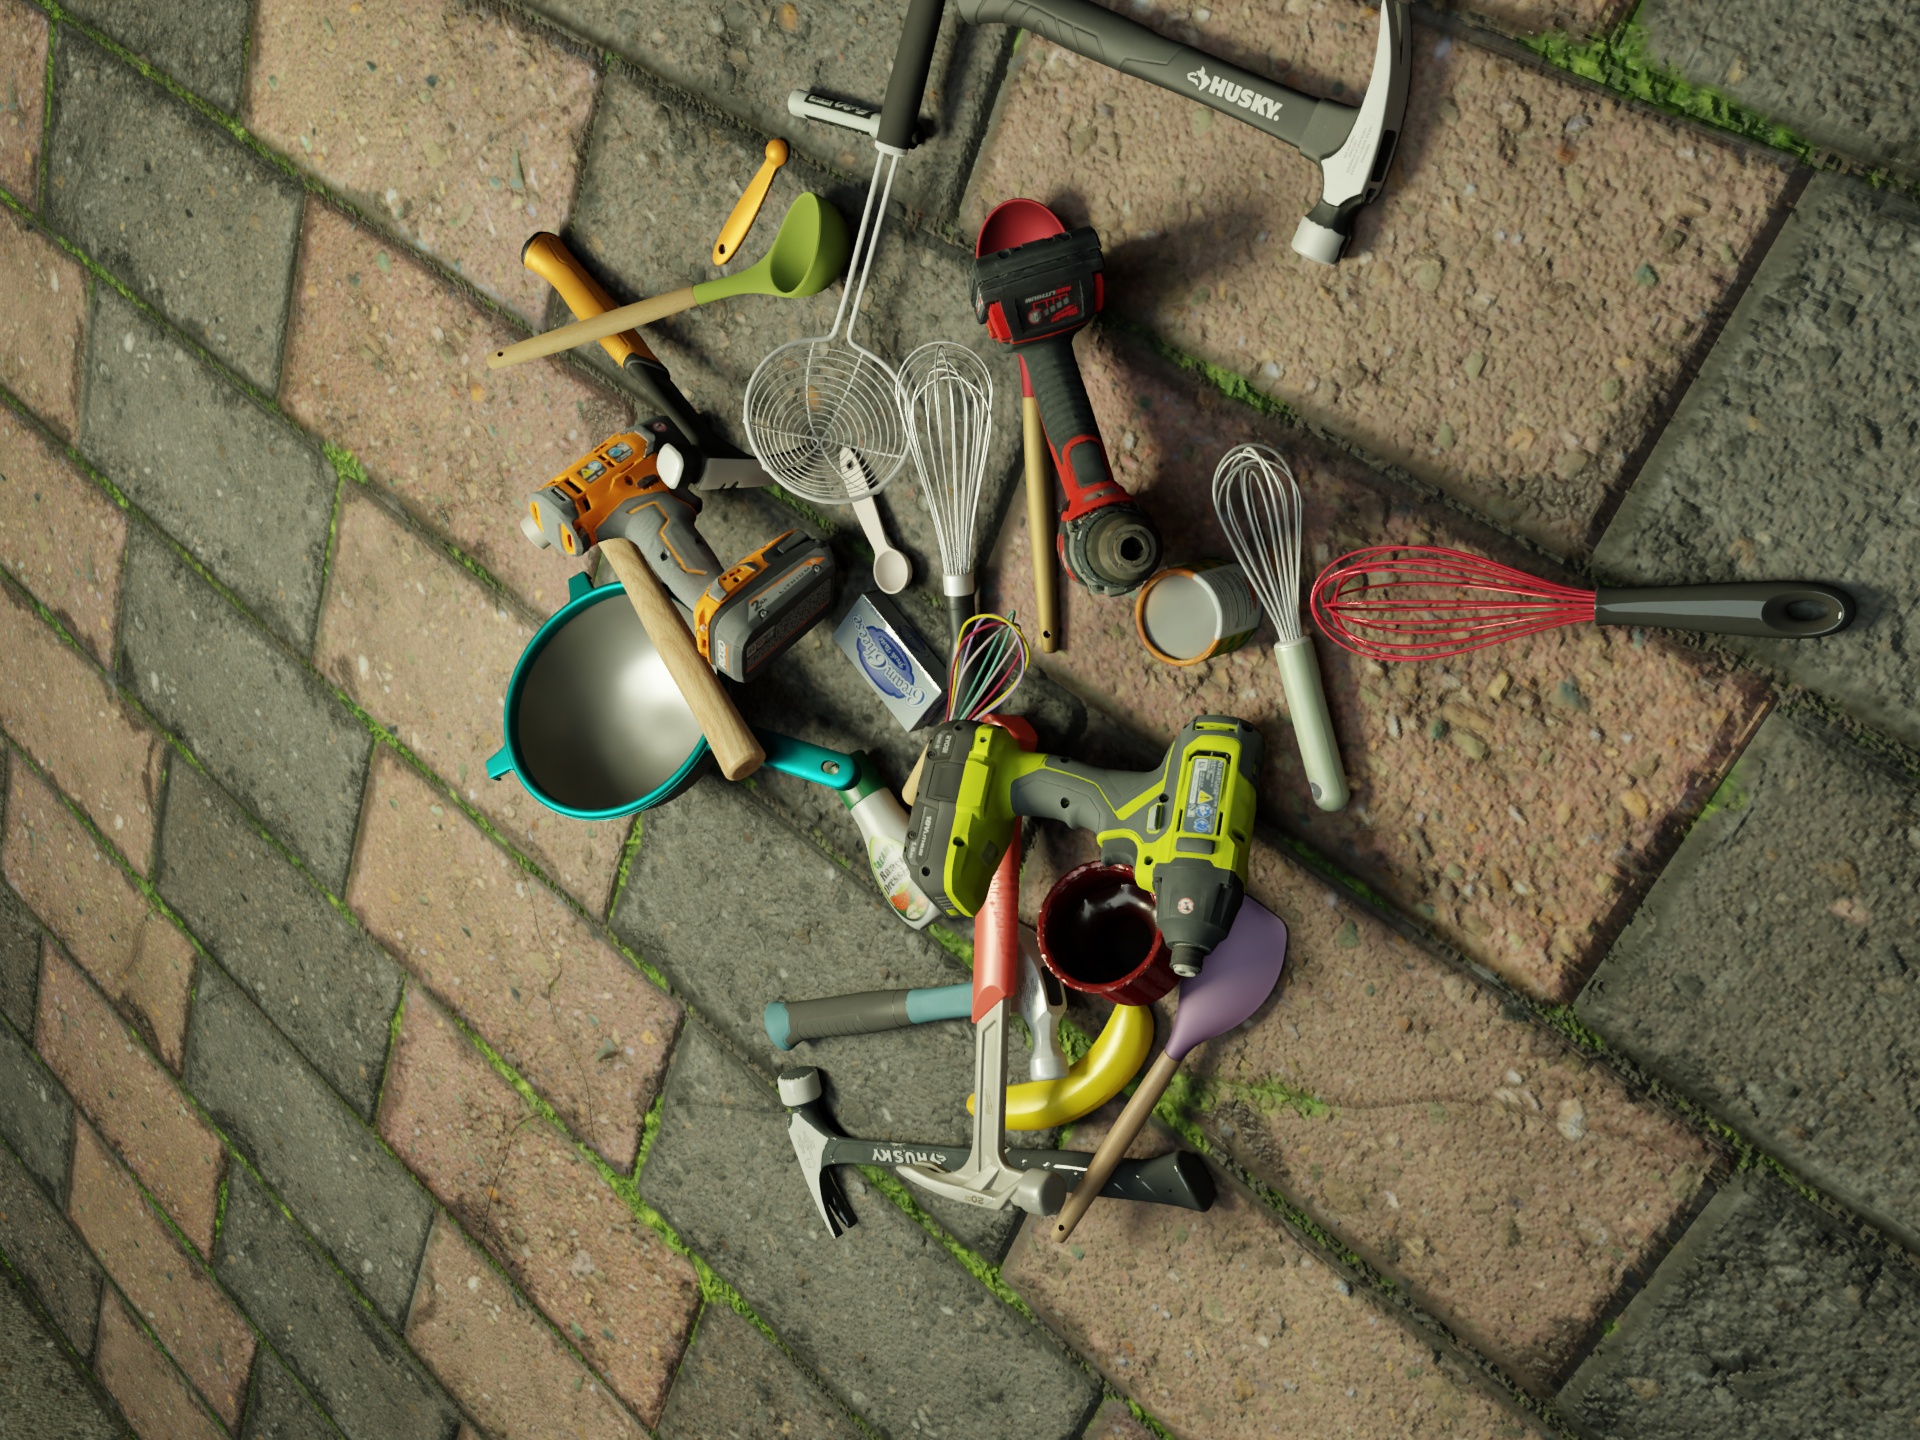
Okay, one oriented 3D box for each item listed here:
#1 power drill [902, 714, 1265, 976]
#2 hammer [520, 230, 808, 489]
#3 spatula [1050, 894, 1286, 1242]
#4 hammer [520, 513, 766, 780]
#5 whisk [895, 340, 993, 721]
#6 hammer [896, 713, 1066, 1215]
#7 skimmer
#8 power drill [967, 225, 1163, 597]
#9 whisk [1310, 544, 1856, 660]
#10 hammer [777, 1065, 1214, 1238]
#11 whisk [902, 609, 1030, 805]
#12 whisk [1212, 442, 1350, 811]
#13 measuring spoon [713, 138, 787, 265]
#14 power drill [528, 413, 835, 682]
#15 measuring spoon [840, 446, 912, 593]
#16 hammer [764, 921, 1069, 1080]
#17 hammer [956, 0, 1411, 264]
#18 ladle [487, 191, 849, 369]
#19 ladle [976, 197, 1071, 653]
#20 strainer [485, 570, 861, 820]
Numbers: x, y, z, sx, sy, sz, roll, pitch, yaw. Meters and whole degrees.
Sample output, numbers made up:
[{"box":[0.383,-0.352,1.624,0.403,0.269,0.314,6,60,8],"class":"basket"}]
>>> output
[{"box":[0.083,0.078,1.068,0.223,0.080,0.171,4,65,22],"class":"power drill"},{"box":[-0.260,-0.299,1.297,0.337,0.127,0.034,49,129,28],"class":"hammer"},{"box":[0.144,0.263,1.153,0.060,0.018,0.315,37,112,22],"class":"spatula"},{"box":[-0.244,-0.087,1.301,0.130,0.031,0.332,-37,63,5],"class":"hammer"},{"box":[-0.005,-0.132,1.165,0.070,0.070,0.284,8,111,35],"class":"whisk"},{"box":[0.019,0.175,1.180,0.149,0.036,0.359,0,87,45],"class":"hammer"},{"box":[-0.060,-0.334,1.112,0.090,0.127,0.363,-107,31,-61],"class":"skimmer"},{"box":[0.074,-0.187,1.006,0.080,0.188,0.226,-16,97,1],"class":"power drill"},{"box":[0.347,-0.066,0.918,0.296,0.073,0.073,3,104,29],"class":"whisk"},{"box":[0.019,0.363,1.287,0.409,0.036,0.149,-6,99,37],"class":"hammer"},{"box":[-0.003,-0.005,1.164,0.244,0.047,0.051,120,157,-53],"class":"whisk"},{"box":[0.213,-0.059,1.028,0.058,0.059,0.246,-171,64,-73],"class":"whisk"},{"box":[-0.167,-0.403,1.240,0.021,0.011,0.117,51,126,15],"class":"measuring spoon"},{"box":[-0.206,-0.151,1.260,0.226,0.164,0.084,38,152,15],"class":"power drill"},{"box":[-0.065,-0.156,1.230,0.034,0.018,0.124,-30,77,38],"class":"measuring spoon"},{"box":[-0.046,0.234,1.288,0.331,0.033,0.128,-16,74,42],"class":"hammer"},{"box":[0.127,-0.421,1.001,0.335,0.035,0.146,35,121,25],"class":"hammer"},{"box":[-0.231,-0.325,1.218,0.320,0.062,0.078,-13,67,17],"class":"ladle"},{"box":[0.054,-0.202,1.118,0.069,0.031,0.315,1,105,20],"class":"ladle"},{"box":[-0.218,0.010,1.327,0.340,0.095,0.211,17,78,23],"class":"strainer"}]
